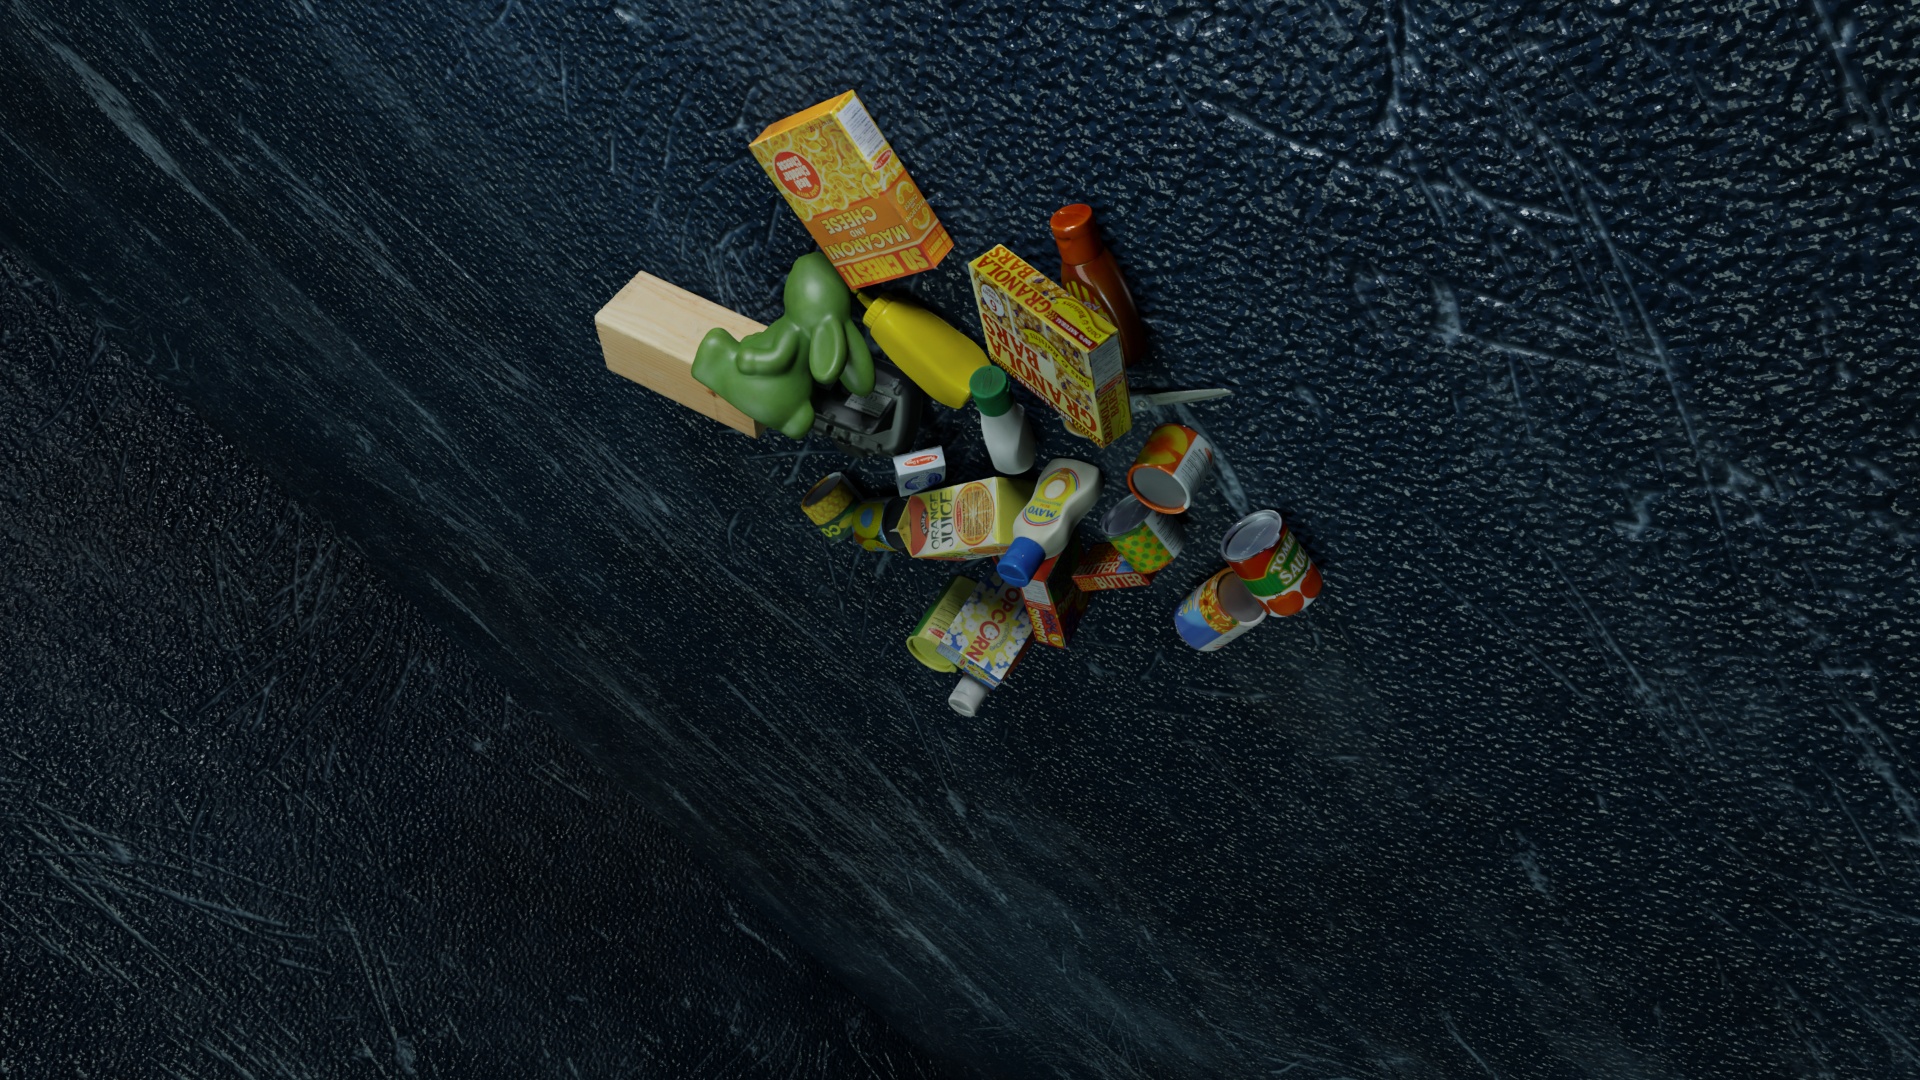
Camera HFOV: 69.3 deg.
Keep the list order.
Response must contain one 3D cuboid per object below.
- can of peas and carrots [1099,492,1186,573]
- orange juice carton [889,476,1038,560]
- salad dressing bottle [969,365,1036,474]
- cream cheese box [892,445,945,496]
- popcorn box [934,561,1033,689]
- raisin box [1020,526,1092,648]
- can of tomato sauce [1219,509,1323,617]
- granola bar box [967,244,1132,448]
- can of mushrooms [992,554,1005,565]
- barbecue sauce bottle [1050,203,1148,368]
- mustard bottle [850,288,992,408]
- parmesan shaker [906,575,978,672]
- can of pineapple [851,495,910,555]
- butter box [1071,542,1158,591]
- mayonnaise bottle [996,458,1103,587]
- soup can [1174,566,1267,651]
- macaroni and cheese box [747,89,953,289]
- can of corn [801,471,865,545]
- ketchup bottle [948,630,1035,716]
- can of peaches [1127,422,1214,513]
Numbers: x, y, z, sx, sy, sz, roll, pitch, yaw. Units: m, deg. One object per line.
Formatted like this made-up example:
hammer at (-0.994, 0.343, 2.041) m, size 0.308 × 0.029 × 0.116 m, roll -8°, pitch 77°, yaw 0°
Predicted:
can of peas and carrots at (0.183, -0.008, 1.400) m, size 0.071 × 0.071 × 0.058 m, roll -11°, pitch 128°, yaw 51°
orange juice carton at (0.005, -0.019, 1.525) m, size 0.072 × 0.073 × 0.192 m, roll 4°, pitch 171°, yaw -39°
salad dressing bottle at (0.041, -0.118, 1.365) m, size 0.044 × 0.064 × 0.147 m, roll 3°, pitch 155°, yaw 15°
cream cheese box at (-0.044, -0.075, 1.511) m, size 0.053 × 0.024 × 0.103 m, roll -12°, pitch 169°, yaw -3°
popcorn box at (0.040, 0.098, 1.633) m, size 0.085 × 0.127 × 0.038 m, roll 33°, pitch 154°, yaw 2°
raisin box at (0.107, 0.049, 1.536) m, size 0.040 × 0.086 × 0.122 m, roll 11°, pitch 143°, yaw 26°
can of tomato sauce at (0.300, 0.023, 1.331) m, size 0.071 × 0.071 × 0.083 m, roll -8°, pitch 130°, yaw 49°
granola bar box at (0.081, -0.173, 1.229) m, size 0.166 × 0.039 × 0.123 m, roll 44°, pitch 162°, yaw 35°
can of mushrooms at (0.069, 0.015, 1.578) m, size 0.071 × 0.033 × 0.070 m, roll 24°, pitch 149°, yaw 16°
barbecue sauce bottle at (0.115, -0.217, 1.190) m, size 0.065 × 0.044 × 0.148 m, roll 20°, pitch 148°, yaw 40°
mustard bottle at (-0.045, -0.198, 1.360) m, size 0.160 × 0.065 × 0.048 m, roll 40°, pitch 146°, yaw 3°
parmesan shaker at (-0.010, 0.104, 1.712) m, size 0.071 × 0.103 × 0.071 m, roll 25°, pitch 148°, yaw 17°
can of pineapple at (-0.087, -0.018, 1.647) m, size 0.058 × 0.071 × 0.071 m, roll -1°, pitch 135°, yaw 46°
butter box at (0.170, 0.025, 1.474) m, size 0.103 × 0.053 × 0.024 m, roll -9°, pitch 127°, yaw 50°
mayonnaise bottle at (0.087, -0.018, 1.397) m, size 0.065 × 0.149 × 0.041 m, roll 14°, pitch 144°, yaw 31°
soup can at (0.267, 0.069, 1.431) m, size 0.071 × 0.072 × 0.083 m, roll 36°, pitch 149°, yaw -3°
macaroni and cheese box at (-0.098, -0.314, 1.263) m, size 0.123 × 0.040 × 0.166 m, roll -3°, pitch 133°, yaw 46°
can of corn at (-0.152, -0.039, 1.679) m, size 0.071 × 0.071 × 0.058 m, roll -10°, pitch 127°, yaw 50°
ketchup bottle at (0.037, 0.144, 1.679) m, size 0.065 × 0.149 × 0.043 m, roll 17°, pitch 147°, yaw 27°
can of peaches at (0.196, -0.067, 1.311) m, size 0.071 × 0.058 × 0.071 m, roll 24°, pitch 148°, yaw 16°
